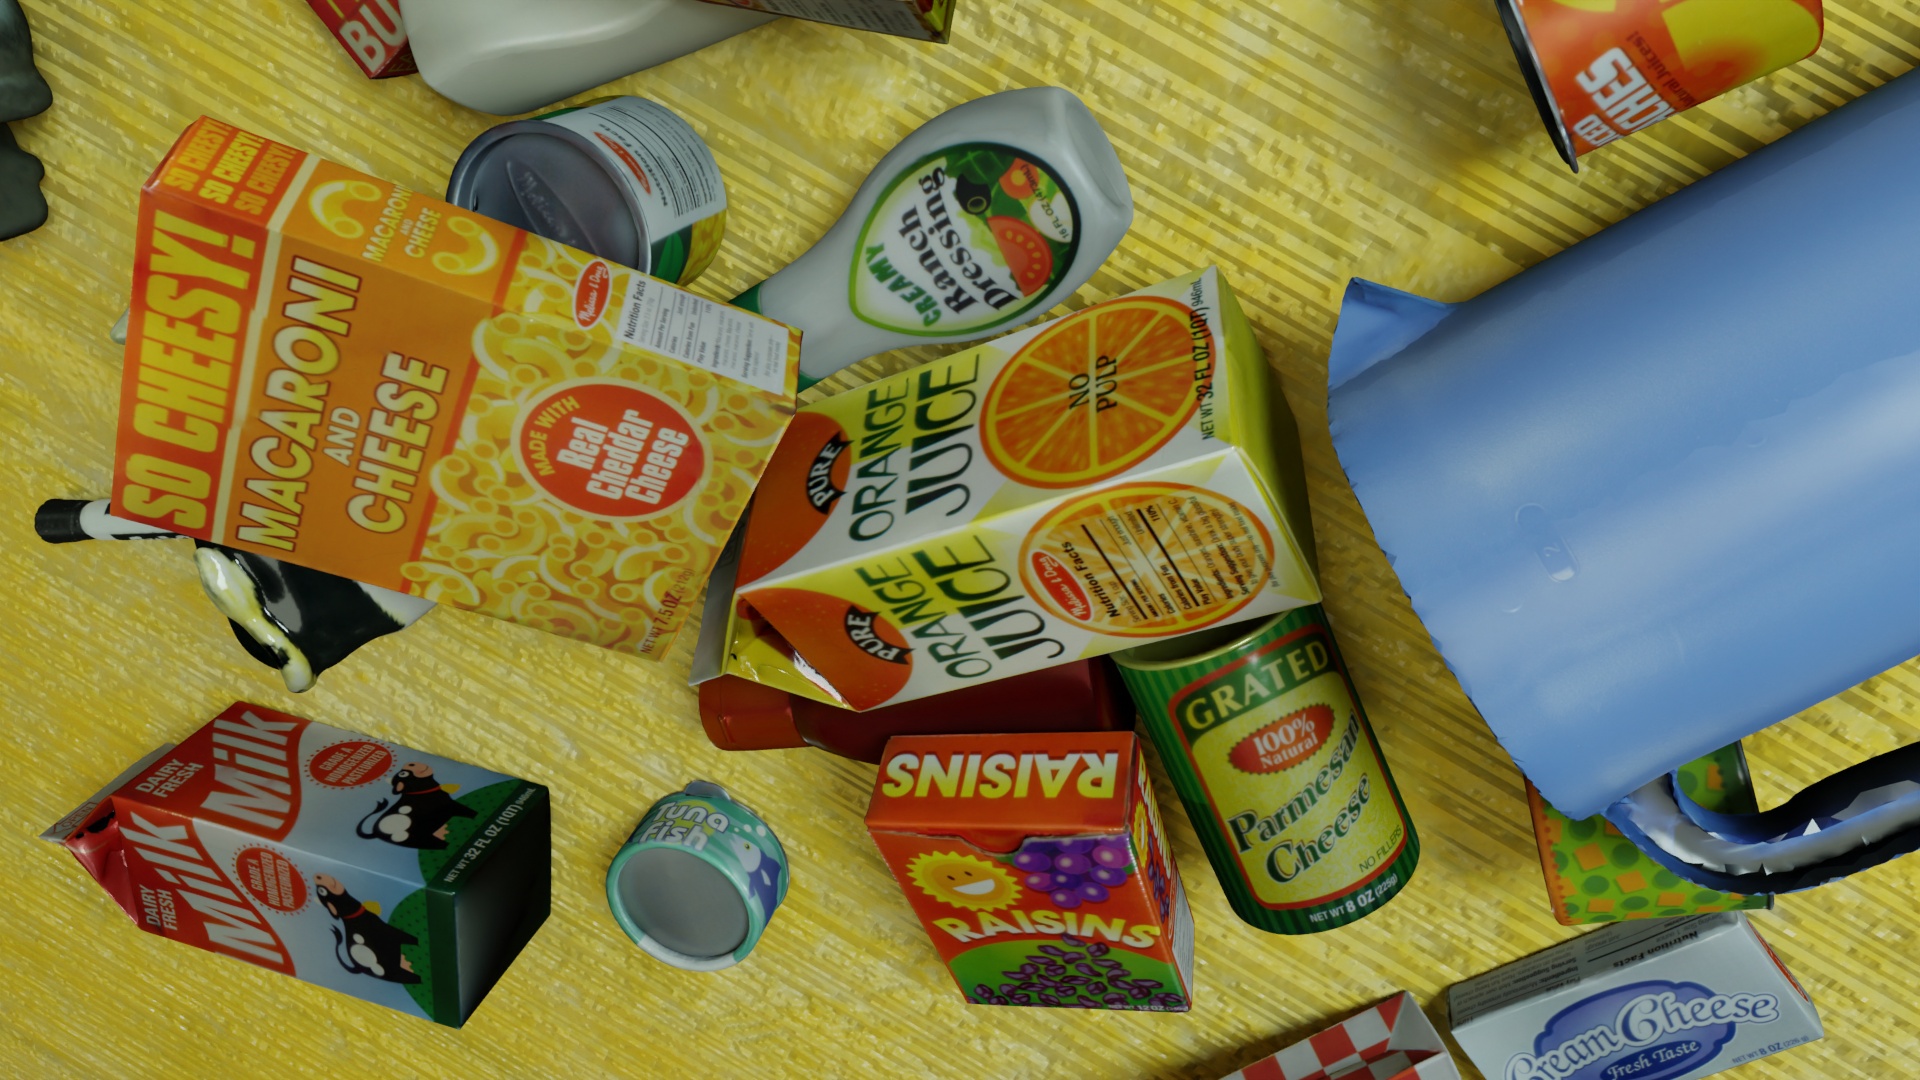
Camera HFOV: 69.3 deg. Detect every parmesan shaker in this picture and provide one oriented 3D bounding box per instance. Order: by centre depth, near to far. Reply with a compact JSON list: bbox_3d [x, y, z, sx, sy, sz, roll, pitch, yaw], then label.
[{"bbox_3d":[0.099,0.063,0.439,0.071,0.071,0.103,-19,108,24],"label":"parmesan shaker"}]

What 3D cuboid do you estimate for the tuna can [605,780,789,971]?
[{"bbox_3d":[-0.104,0.133,0.550,0.071,0.033,0.070,7,116,14],"label":"tuna can"}]

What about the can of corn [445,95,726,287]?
[{"bbox_3d":[-0.115,-0.099,0.430,0.071,0.058,0.070,6,116,14],"label":"can of corn"}]

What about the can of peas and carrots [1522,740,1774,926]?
[{"bbox_3d":[0.201,0.077,0.414,0.058,0.071,0.070,-13,110,22],"label":"can of peas and carrots"}]

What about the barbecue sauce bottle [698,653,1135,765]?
[{"bbox_3d":[-0.018,0.051,0.480,0.148,0.044,0.064,-7,116,20],"label":"barbecue sauce bottle"}]

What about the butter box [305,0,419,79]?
[{"bbox_3d":[-0.160,-0.193,0.420,0.103,0.024,0.053,-34,101,26],"label":"butter box"}]

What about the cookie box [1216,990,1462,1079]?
[{"bbox_3d":[0.146,0.265,0.509,0.123,0.040,0.167,-27,105,3],"label":"cookie box"}]

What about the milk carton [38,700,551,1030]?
[{"bbox_3d":[-0.273,0.126,0.574,0.191,0.073,0.073,13,118,11],"label":"milk carton"}]

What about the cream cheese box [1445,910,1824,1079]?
[{"bbox_3d":[0.224,0.159,0.470,0.103,0.024,0.053,-34,100,27],"label":"cream cheese box"}]

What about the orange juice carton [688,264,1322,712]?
[{"bbox_3d":[0.001,-0.005,0.418,0.192,0.072,0.072,-16,136,22],"label":"orange juice carton"}]

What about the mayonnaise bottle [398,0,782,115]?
[{"bbox_3d":[-0.079,-0.161,0.391,0.148,0.065,0.041,-14,96,17],"label":"mayonnaise bottle"}]

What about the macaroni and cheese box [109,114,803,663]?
[{"bbox_3d":[-0.147,-0.035,0.407,0.166,0.040,0.123,18,131,-20],"label":"macaroni and cheese box"}]

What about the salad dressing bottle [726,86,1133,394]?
[{"bbox_3d":[-0.022,-0.080,0.419,0.147,0.044,0.064,-25,113,26],"label":"salad dressing bottle"}]

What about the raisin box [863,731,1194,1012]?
[{"bbox_3d":[0.028,0.116,0.474,0.086,0.040,0.122,-3,136,18],"label":"raisin box"}]

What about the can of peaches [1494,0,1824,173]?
[{"bbox_3d":[0.161,-0.130,0.328,0.058,0.071,0.071,-22,106,24],"label":"can of peaches"}]

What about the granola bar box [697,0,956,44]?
[{"bbox_3d":[-0.046,-0.215,0.333,0.124,0.039,0.165,14,94,10],"label":"granola bar box"}]
